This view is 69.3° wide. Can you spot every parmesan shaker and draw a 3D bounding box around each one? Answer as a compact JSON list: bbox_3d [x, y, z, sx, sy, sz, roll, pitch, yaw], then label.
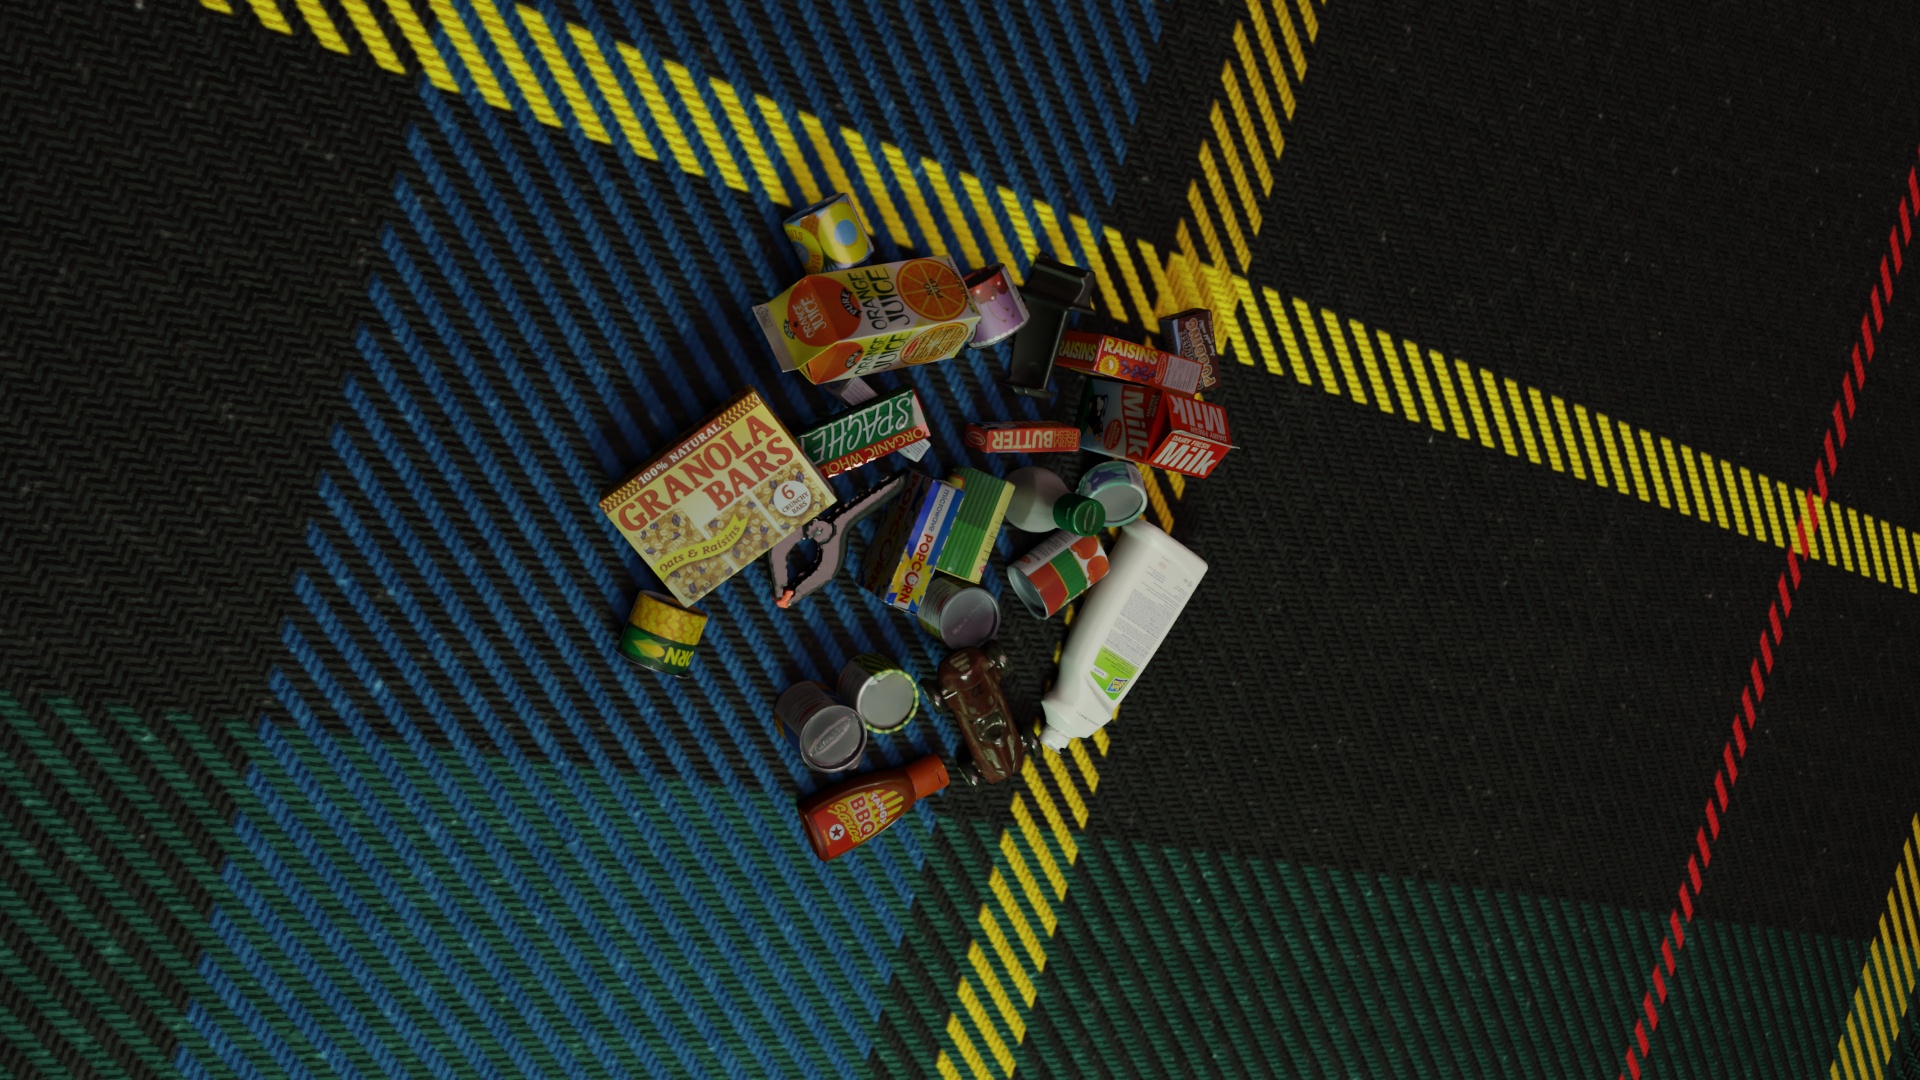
[{"bbox_3d":[0.005,-0.017,1.354,0.071,0.071,0.103,21,89,-27],"label":"parmesan shaker"}]

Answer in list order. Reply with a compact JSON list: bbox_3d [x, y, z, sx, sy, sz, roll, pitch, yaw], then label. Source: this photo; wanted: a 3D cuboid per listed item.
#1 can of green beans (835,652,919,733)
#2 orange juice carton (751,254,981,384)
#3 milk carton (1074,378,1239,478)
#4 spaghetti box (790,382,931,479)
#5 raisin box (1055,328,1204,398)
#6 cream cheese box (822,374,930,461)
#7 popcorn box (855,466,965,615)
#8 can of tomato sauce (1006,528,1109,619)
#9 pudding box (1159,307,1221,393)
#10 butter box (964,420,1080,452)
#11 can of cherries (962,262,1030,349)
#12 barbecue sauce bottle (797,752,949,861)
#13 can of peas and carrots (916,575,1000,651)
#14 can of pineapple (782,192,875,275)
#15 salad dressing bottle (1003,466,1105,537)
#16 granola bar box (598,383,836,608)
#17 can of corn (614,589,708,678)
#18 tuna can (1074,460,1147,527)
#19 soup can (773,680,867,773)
[{"bbox_3d":[-0.080,0.148,1.349,0.071,0.058,0.071,-5,103,-24],"label":"can of green beans"},{"bbox_3d":[-0.086,-0.195,1.242,0.193,0.072,0.072,-15,71,-30],"label":"orange juice carton"},{"bbox_3d":[0.189,-0.109,1.351,0.072,0.191,0.073,12,95,-27],"label":"milk carton"},{"bbox_3d":[-0.148,-0.072,1.252,0.250,0.029,0.050,-23,111,-2],"label":"spaghetti box"},{"bbox_3d":[0.167,-0.177,1.385,0.123,0.086,0.040,11,97,-27],"label":"raisin box"},{"bbox_3d":[-0.078,-0.117,1.300,0.103,0.053,0.024,41,84,-26],"label":"cream cheese box"},{"bbox_3d":[-0.048,-0.002,1.319,0.038,0.085,0.126,22,91,-26],"label":"popcorn box"},{"bbox_3d":[0.100,0.031,1.407,0.083,0.071,0.071,-35,113,-16],"label":"can of tomato sauce"},{"bbox_3d":[0.239,-0.196,1.448,0.050,0.030,0.083,-17,107,-20],"label":"pudding box"},{"bbox_3d":[0.061,-0.102,1.369,0.104,0.053,0.024,-3,104,-25],"label":"butter box"},{"bbox_3d":[0.023,-0.222,1.320,0.072,0.071,0.058,-34,113,-15],"label":"can of cherries"},{"bbox_3d":[-0.084,0.258,1.378,0.149,0.044,0.064,-24,108,-20],"label":"barbecue sauce bottle"},{"bbox_3d":[-0.001,0.074,1.372,0.071,0.059,0.070,-6,104,-25],"label":"can of peas and carrots"},{"bbox_3d":[-0.119,-0.270,1.242,0.071,0.071,0.057,-32,112,-16],"label":"can of pineapple"},{"bbox_3d":[0.087,-0.034,1.342,0.044,0.148,0.064,10,97,-27],"label":"salad dressing bottle"},{"bbox_3d":[-0.211,-0.039,1.214,0.165,0.039,0.124,-35,110,3],"label":"granola bar box"},{"bbox_3d":[-0.265,0.083,1.243,0.071,0.071,0.058,22,90,-27],"label":"can of corn"},{"bbox_3d":[0.154,-0.046,1.418,0.071,0.033,0.070,-5,137,-5],"label":"tuna can"},{"bbox_3d":[-0.132,0.177,1.316,0.071,0.084,0.071,-5,103,-24],"label":"soup can"}]
